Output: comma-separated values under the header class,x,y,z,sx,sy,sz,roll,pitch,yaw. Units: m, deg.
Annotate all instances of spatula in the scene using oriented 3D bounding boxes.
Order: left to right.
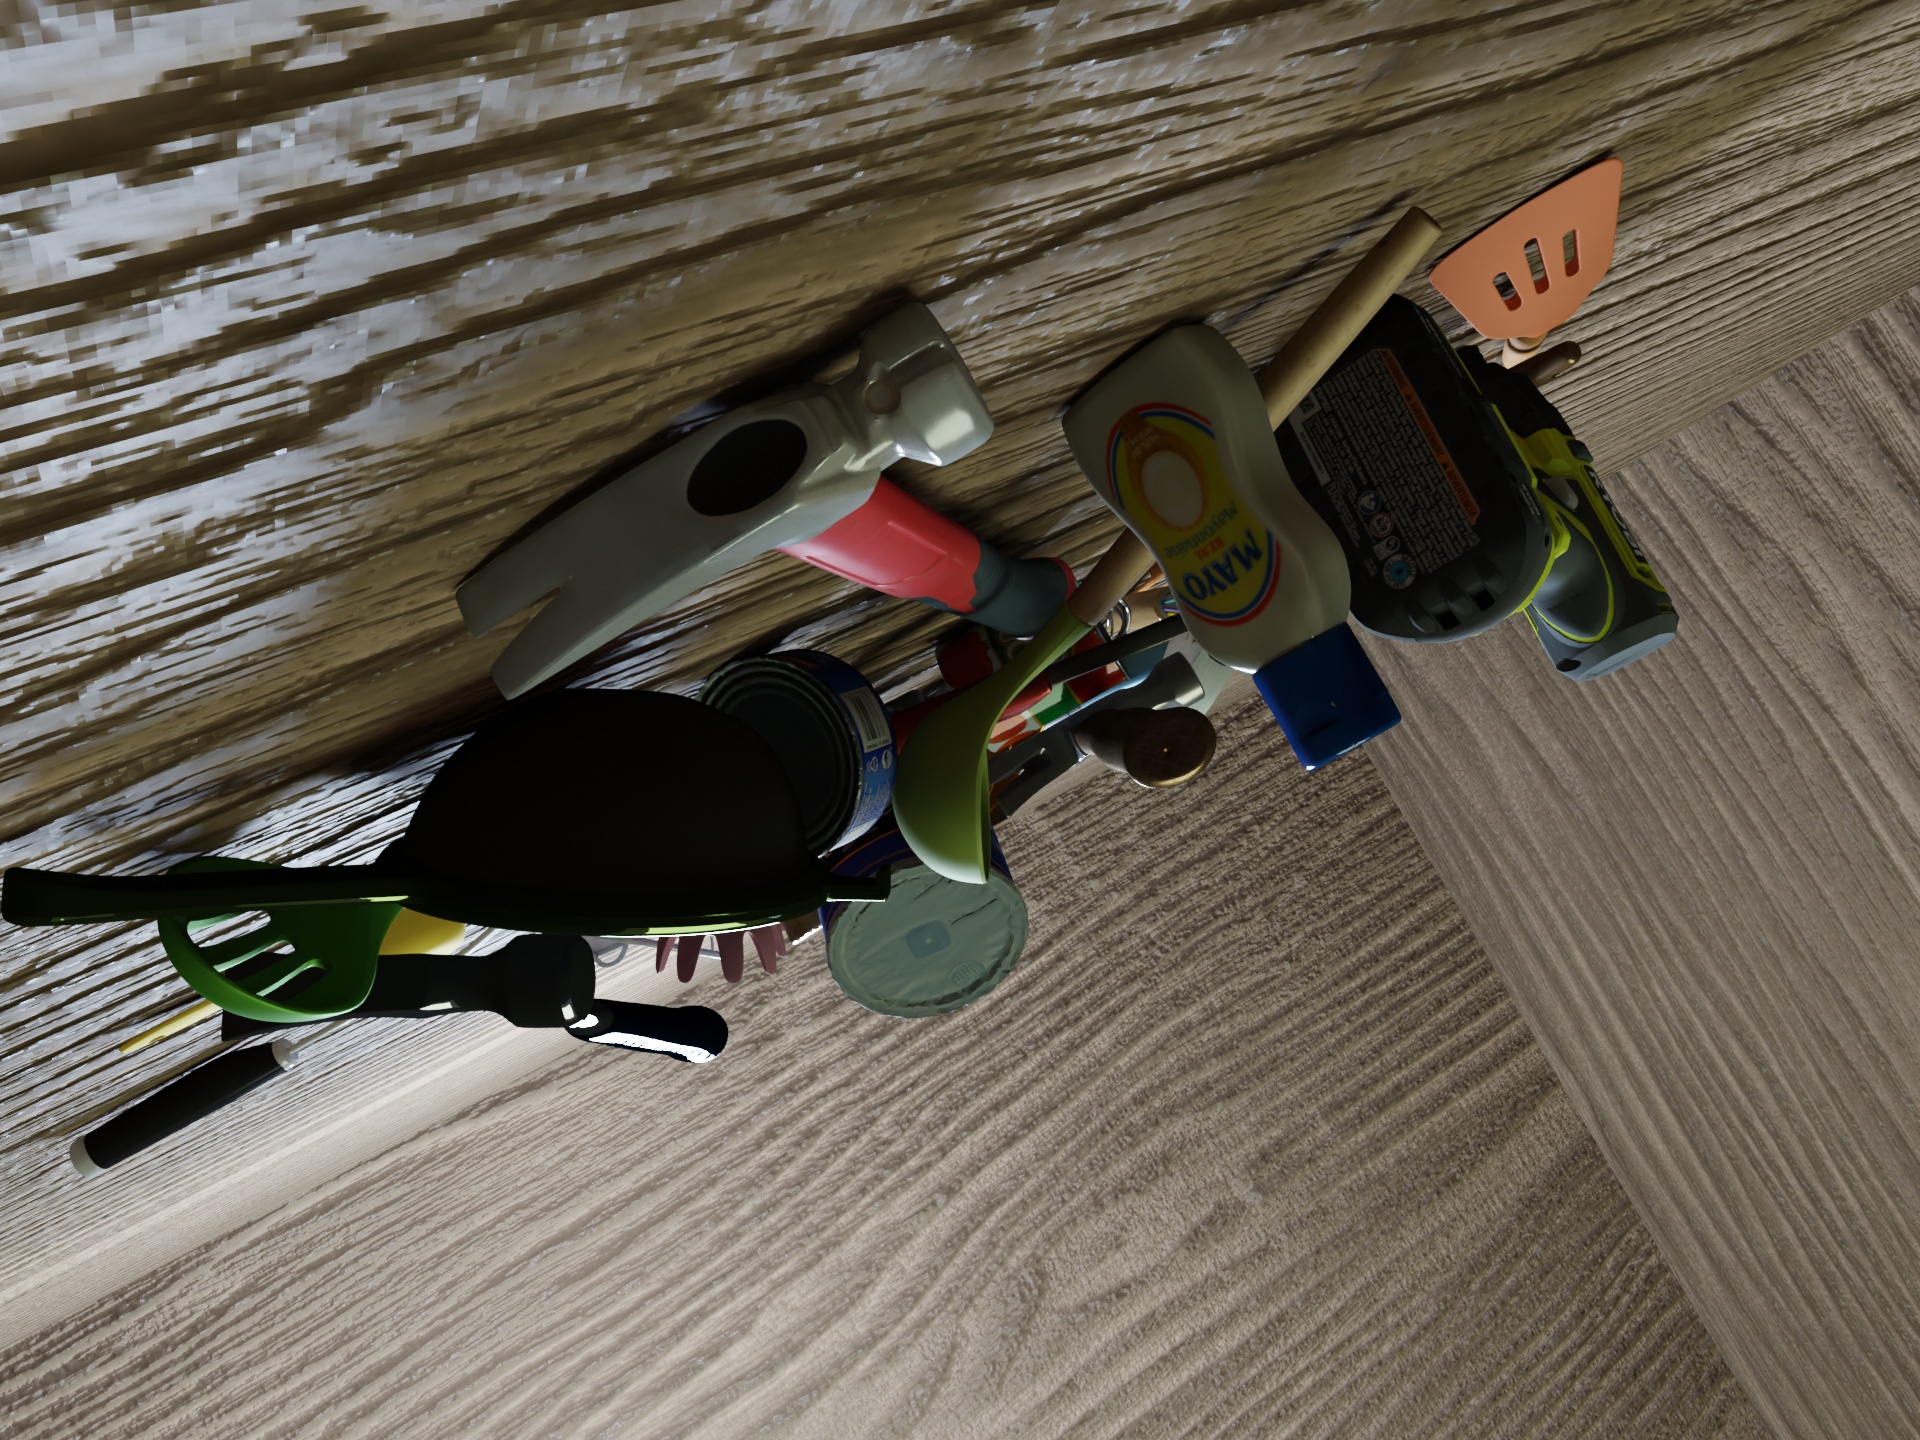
class,x,y,z,sx,sy,sz,roll,pitch,yaw
spatula,0.233,-0.134,0.907,0.082,0.044,0.317,-21,177,-29
spatula,0.269,-0.197,0.762,0.081,0.041,0.322,-30,177,17

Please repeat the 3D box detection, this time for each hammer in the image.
class,x,y,z,sx,sy,sz,roll,pitch,yaw
hammer,-0.186,0.139,0.751,0.144,0.035,0.405,-3,166,5
hammer,-0.025,-0.049,0.566,0.143,0.038,0.386,-29,174,10
hammer,-0.001,-0.002,0.753,0.359,0.036,0.149,-22,-175,21
hammer,0.079,-0.017,1.053,0.331,0.033,0.128,-24,-140,60
hammer,0.073,0.008,0.741,0.130,0.031,0.331,-30,-179,1

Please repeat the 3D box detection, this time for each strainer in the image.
class,x,y,z,sx,sy,sz,roll,pitch,yaw
strainer,-0.153,0.023,0.496,0.151,0.069,0.256,9,-174,44
strainer,-0.234,0.136,1.084,0.087,0.050,0.258,-22,178,-8

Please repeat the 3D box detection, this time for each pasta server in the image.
class,x,y,z,sx,sy,sz,roll,pitch,yaw
pasta server,-0.111,0.075,0.866,0.060,0.040,0.316,1,-171,0

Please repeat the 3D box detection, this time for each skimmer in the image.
class,x,y,z,sx,sy,sz,roll,pitch,yaw
skimmer,-0.307,0.181,0.884,0.363,0.090,0.127,-28,173,-7

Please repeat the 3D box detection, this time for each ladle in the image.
class,x,y,z,sx,sy,sz,roll,pitch,yaw
ladle,0.072,-0.053,0.600,0.320,0.062,0.078,-49,-158,30

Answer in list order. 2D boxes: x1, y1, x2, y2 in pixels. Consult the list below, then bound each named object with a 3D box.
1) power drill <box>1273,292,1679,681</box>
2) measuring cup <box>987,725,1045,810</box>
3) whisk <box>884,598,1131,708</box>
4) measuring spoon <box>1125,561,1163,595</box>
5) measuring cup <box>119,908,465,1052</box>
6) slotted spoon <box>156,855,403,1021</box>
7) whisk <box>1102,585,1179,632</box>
class,x,y,z,sx,sy,sz,roll,pitch,yaw
power drill,0.224,-0.103,0.690,0.080,0.171,0.223,-33,161,33
measuring cup,-0.005,0.042,0.992,0.173,0.052,0.095,-59,169,-2
whisk,-0.014,-0.011,0.907,0.246,0.058,0.059,-26,139,-2
measuring spoon,0.111,-0.086,0.998,0.021,0.011,0.117,-31,178,-14
measuring cup,-0.302,0.123,0.733,0.156,0.029,0.062,-27,173,-33
slotted spoon,-0.182,0.050,0.610,0.031,0.070,0.314,-49,172,20
whisk,0.124,-0.063,0.883,0.051,0.047,0.245,-4,-179,-19
